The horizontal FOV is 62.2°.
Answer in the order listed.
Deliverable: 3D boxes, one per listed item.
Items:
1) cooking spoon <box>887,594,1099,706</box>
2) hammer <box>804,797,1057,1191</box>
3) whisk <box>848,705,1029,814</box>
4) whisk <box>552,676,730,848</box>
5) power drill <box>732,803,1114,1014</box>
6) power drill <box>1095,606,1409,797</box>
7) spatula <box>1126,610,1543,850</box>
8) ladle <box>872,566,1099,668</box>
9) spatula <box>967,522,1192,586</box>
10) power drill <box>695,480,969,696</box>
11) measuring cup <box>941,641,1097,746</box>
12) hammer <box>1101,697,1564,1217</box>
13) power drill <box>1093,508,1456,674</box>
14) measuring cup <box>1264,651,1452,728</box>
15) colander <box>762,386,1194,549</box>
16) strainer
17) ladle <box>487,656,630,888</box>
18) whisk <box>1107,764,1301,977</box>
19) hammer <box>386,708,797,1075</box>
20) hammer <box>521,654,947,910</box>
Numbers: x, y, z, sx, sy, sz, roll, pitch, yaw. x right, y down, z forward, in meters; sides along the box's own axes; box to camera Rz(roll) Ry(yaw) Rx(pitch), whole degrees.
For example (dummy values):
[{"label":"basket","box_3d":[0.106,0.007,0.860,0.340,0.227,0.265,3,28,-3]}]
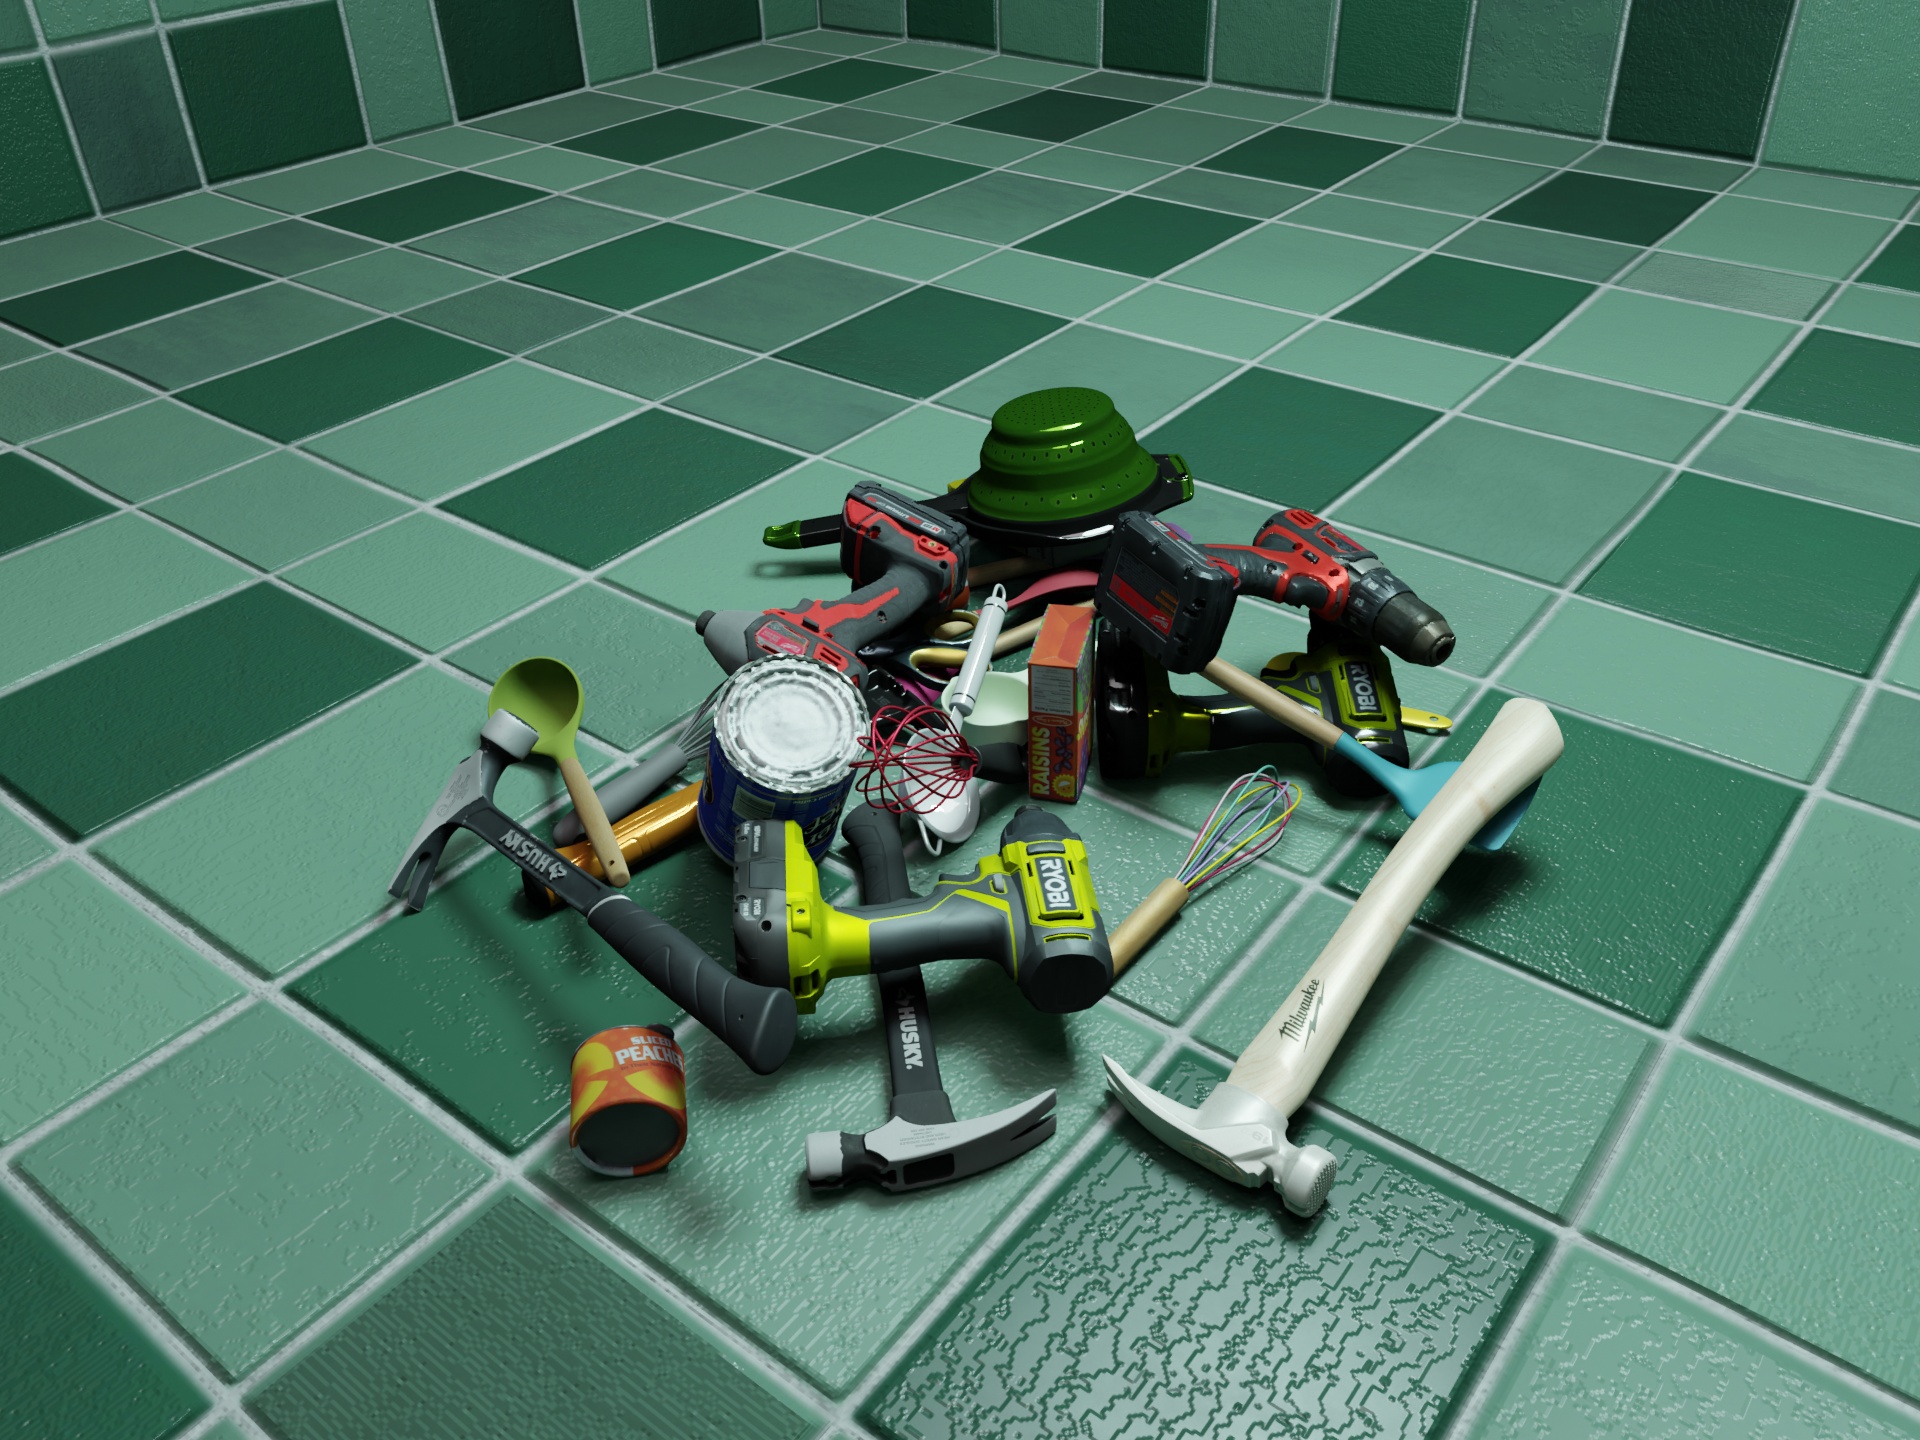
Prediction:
[{"label":"cooking spoon","box_3d":[0.024,-0.061,1.358,0.319,0.017,0.069,-24,40,-28]},{"label":"hammer","box_3d":[-0.034,0.159,1.026,0.146,0.035,0.335,-6,34,-5]},{"label":"whisk","box_3d":[-0.003,0.029,1.086,0.073,0.073,0.295,13,2,20]},{"label":"whisk","box_3d":[-0.217,0.027,1.215,0.055,0.055,0.239,24,46,32]},{"label":"power drill","box_3d":[-0.028,0.113,0.998,0.223,0.080,0.171,-2,33,-5]},{"label":"power drill","box_3d":[0.221,-0.029,1.231,0.228,0.080,0.191,0,48,1]},{"label":"spatula","box_3d":[0.250,-0.006,1.135,0.318,0.044,0.082,31,61,18]},{"label":"ladle","box_3d":[-0.008,-0.078,1.370,0.315,0.031,0.069,-23,5,-22]},{"label":"spatula","box_3d":[0.074,-0.146,1.481,0.316,0.018,0.060,-14,34,-19]},{"label":"power drill","box_3d":[-0.100,-0.093,1.264,0.143,0.078,0.220,27,50,17]},{"label":"measuring cup","box_3d":[0.055,-0.021,1.283,0.167,0.038,0.083,-28,43,-36]},{"label":"hammer","box_3d":[0.258,0.117,1.001,0.146,0.038,0.411,24,54,33]},{"label":"power drill","box_3d":[0.234,-0.090,1.166,0.226,0.080,0.188,-7,36,-33]},{"label":"measuring cup","box_3d":[0.319,-0.023,1.280,0.156,0.029,0.062,14,37,26]},{"label":"colander","box_3d":[0.008,-0.228,1.443,0.397,0.094,0.205,-9,30,4]},{"label":"strainer","box_3d":[-0.002,-0.004,1.195,0.050,0.086,0.259,-14,44,39]},{"label":"ladle","box_3d":[-0.286,0.035,1.151,0.078,0.062,0.320,-37,32,-5]},{"label":"whisk","box_3d":[0.163,0.104,1.093,0.047,0.051,0.245,28,47,28]},{"label":"hammer","box_3d":[-0.232,0.115,0.987,0.409,0.036,0.149,25,76,44]},{"label":"hammer","box_3d":[-0.165,0.054,1.177,0.337,0.034,0.127,-28,50,-31]}]
